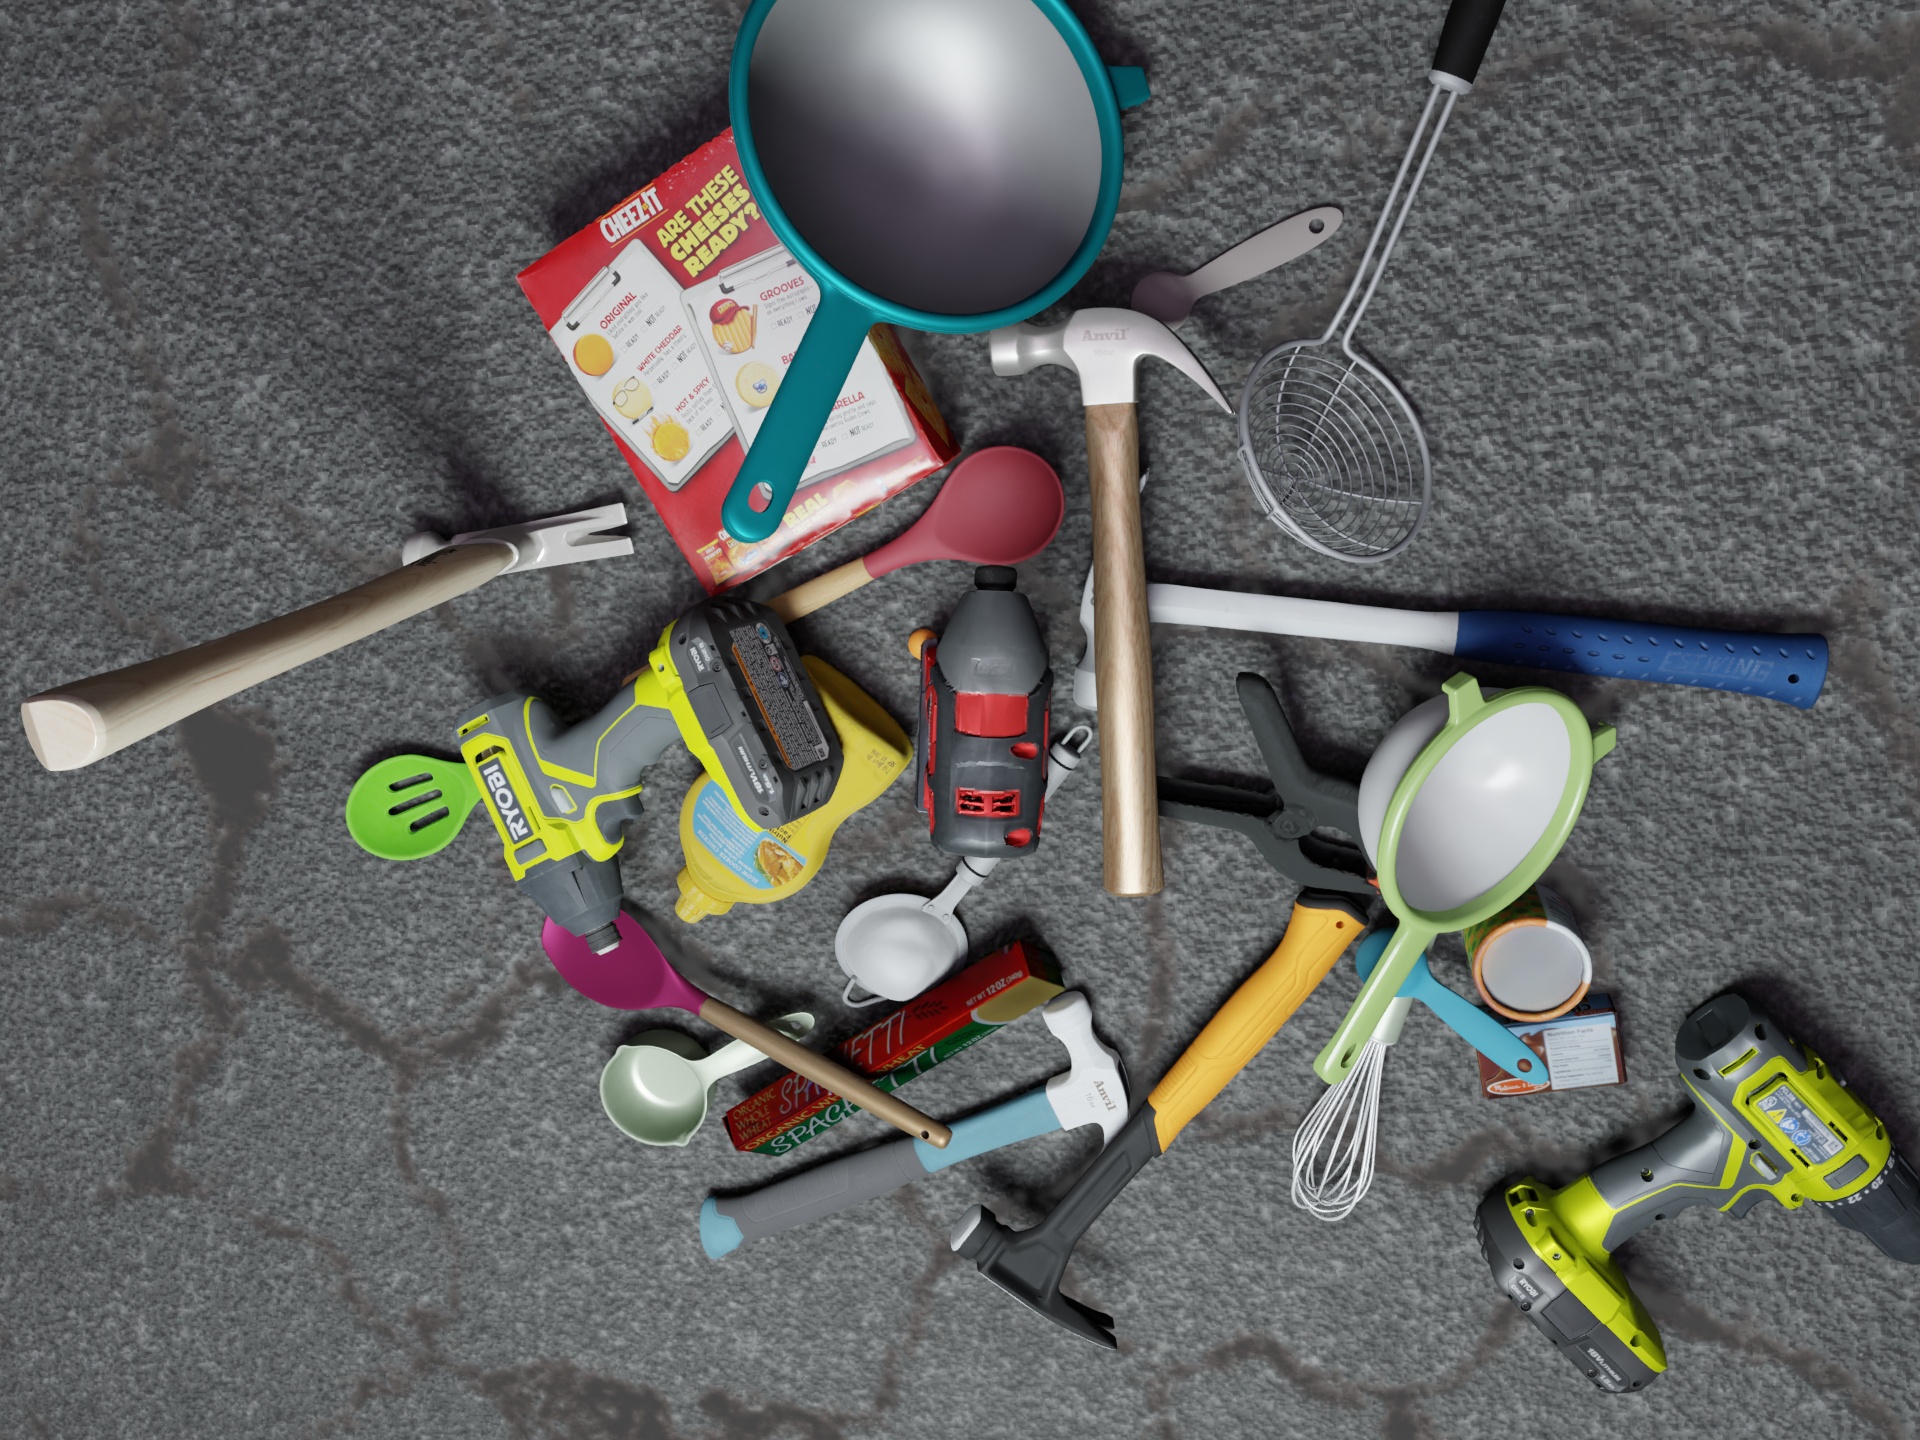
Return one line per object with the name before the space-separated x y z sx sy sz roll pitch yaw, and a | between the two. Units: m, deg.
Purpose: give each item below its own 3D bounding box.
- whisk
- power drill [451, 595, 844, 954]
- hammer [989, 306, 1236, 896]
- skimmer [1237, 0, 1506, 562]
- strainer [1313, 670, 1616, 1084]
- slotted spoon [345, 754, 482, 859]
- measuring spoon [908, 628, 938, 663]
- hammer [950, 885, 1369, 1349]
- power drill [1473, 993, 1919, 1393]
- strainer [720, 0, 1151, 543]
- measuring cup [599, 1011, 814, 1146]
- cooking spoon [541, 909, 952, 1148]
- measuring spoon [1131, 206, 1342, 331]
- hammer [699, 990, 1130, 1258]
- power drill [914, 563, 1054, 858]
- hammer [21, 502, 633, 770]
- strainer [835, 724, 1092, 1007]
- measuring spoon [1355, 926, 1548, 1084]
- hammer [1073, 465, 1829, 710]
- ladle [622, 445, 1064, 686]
whisk | 0.255 0.200 0.982 0.057 0.059 0.246 6 108 -30
power drill | -0.188 0.035 0.955 0.223 0.080 0.171 -25 90 28
hammer | 0.093 -0.062 0.892 0.130 0.031 0.331 -1 103 15
skimmer | 0.242 -0.263 0.813 0.127 0.090 0.363 12 109 -24
strainer | 0.252 0.084 0.899 0.151 0.069 0.256 14 109 -36
slotted spoon | -0.261 0.020 1.035 0.314 0.031 0.070 -19 100 14
measuring spoon | -0.002 -0.003 0.983 0.021 0.011 0.117 -23 101 17
hammer | 0.142 0.242 0.995 0.127 0.034 0.337 36 102 -7
power drill | 0.449 0.298 0.956 0.190 0.080 0.228 45 107 -4
strainer | -0.052 -0.239 0.821 0.211 0.095 0.340 27 79 -18
measuring cup | -0.166 0.228 1.075 0.167 0.038 0.083 -28 100 15
cooking spoon | -0.145 0.198 1.035 0.319 0.017 0.068 25 103 19
measuring spoon | 0.151 -0.250 0.873 0.124 0.018 0.034 -24 101 16
hammer | -0.037 0.295 1.072 0.331 0.033 0.128 -24 100 17
power drill | 0.014 -0.003 0.858 0.078 0.219 0.143 2 88 0
hammer | -0.307 -0.055 0.815 0.146 0.411 0.038 -8 105 13
strainer | 0.001 0.101 1.002 0.086 0.050 0.258 32 108 -17
measuring spoon | 0.286 0.170 0.927 0.129 0.021 0.042 38 108 20
hammer | 0.270 -0.056 0.901 0.405 0.035 0.144 7 108 9
ladle | -0.077 -0.081 0.967 0.315 0.031 0.069 -24 96 19
